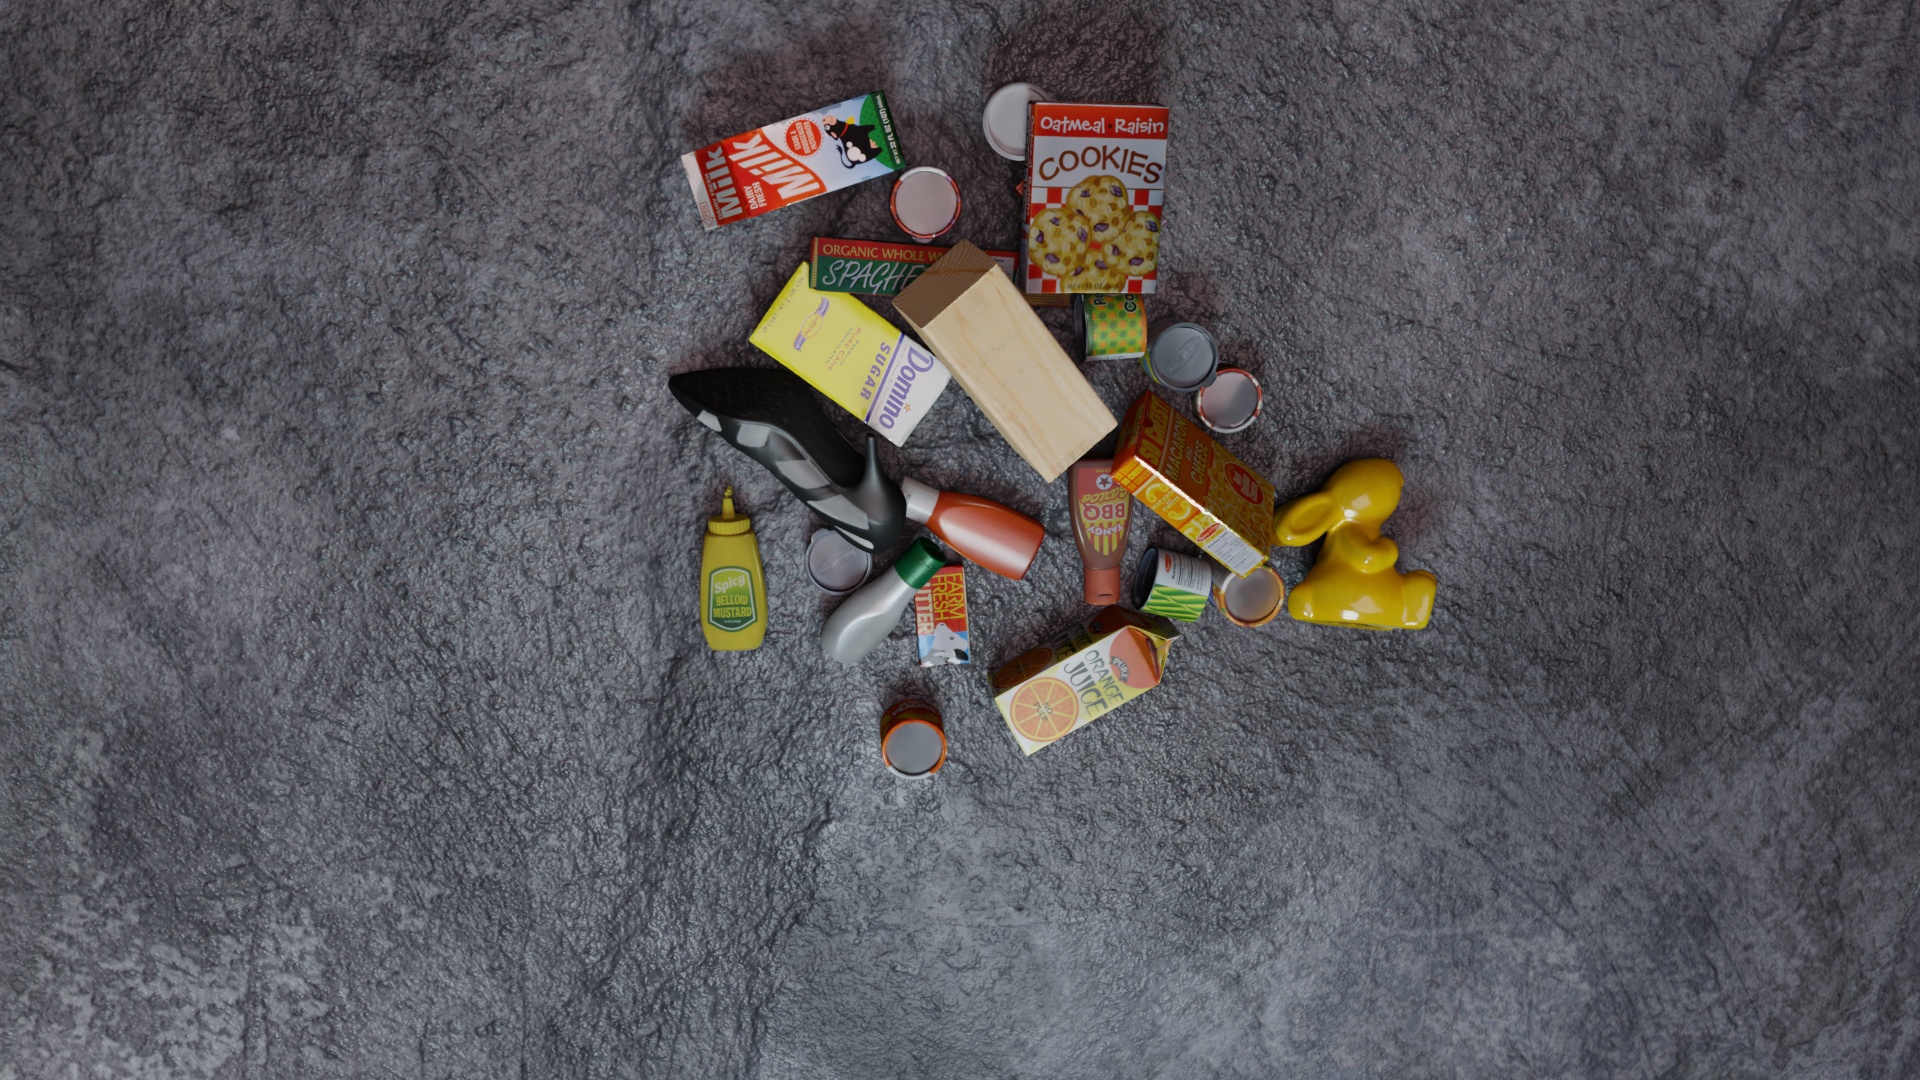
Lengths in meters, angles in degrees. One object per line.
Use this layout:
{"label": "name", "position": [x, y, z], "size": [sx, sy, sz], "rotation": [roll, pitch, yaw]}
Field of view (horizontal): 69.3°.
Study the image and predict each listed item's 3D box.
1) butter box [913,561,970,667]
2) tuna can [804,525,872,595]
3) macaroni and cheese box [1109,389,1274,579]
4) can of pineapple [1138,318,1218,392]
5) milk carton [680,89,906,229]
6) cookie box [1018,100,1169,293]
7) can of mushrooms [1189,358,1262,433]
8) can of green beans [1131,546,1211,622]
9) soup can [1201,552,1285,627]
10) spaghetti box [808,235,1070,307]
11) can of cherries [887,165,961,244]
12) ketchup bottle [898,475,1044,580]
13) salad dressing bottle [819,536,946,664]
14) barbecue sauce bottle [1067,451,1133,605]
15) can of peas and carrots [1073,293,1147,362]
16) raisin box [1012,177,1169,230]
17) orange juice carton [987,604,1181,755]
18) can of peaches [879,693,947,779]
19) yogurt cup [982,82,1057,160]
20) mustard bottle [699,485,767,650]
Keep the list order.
{"label": "butter box", "position": [-0.019, 0.073, 1.389], "size": [0.053, 0.024, 0.103], "rotation": [-6, 104, -5]}
{"label": "tuna can", "position": [-0.121, 0.016, 1.361], "size": [0.071, 0.033, 0.071], "rotation": [-1, 103, -5]}
{"label": "macaroni and cheese box", "position": [0.226, -0.056, 1.331], "size": [0.166, 0.124, 0.040], "rotation": [36, 126, -12]}
{"label": "can of pineapple", "position": [0.209, -0.177, 1.335], "size": [0.071, 0.058, 0.070], "rotation": [-1, 104, -5]}
{"label": "milk carton", "position": [-0.151, -0.342, 1.254], "size": [0.191, 0.073, 0.072], "rotation": [-17, 105, -1]}
{"label": "cookie box", "position": [0.119, -0.310, 1.255], "size": [0.123, 0.040, 0.166], "rotation": [-2, 109, -10]}
{"label": "can of mushrooms", "position": [0.260, -0.141, 1.361], "size": [0.071, 0.033, 0.071], "rotation": [-1, 104, -4]}
{"label": "can of green beans", "position": [0.211, 0.044, 1.383], "size": [0.058, 0.071, 0.071], "rotation": [15, 102, -9]}
{"label": "soup can", "position": [0.280, 0.046, 1.381], "size": [0.071, 0.084, 0.071], "rotation": [-1, 104, -5]}
{"label": "spaghetti box", "position": [-0.018, -0.249, 1.287], "size": [0.250, 0.029, 0.050], "rotation": [1, 103, -17]}
{"label": "can of cherries", "position": [-0.032, -0.309, 1.280], "size": [0.071, 0.058, 0.071], "rotation": [-1, 103, -5]}
{"label": "ketchup bottle", "position": [0.005, -0.017, 1.360], "size": [0.149, 0.043, 0.064], "rotation": [24, 101, -10]}
{"label": "salad dressing bottle", "position": [-0.074, 0.058, 1.351], "size": [0.147, 0.044, 0.064], "rotation": [-45, 144, 19]}
{"label": "barbecue sauce bottle", "position": [0.139, -0.012, 1.374], "size": [0.065, 0.044, 0.148], "rotation": [-3, 104, -6]}
{"label": "can of peas and carrots", "position": [0.141, -0.206, 1.317], "size": [0.059, 0.071, 0.070], "rotation": [-5, 104, -5]}
{"label": "raisin box", "position": [0.121, -0.314, 1.304], "size": [0.086, 0.040, 0.123], "rotation": [-43, 103, 6]}
{"label": "orange juice carton", "position": [0.128, 0.129, 1.392], "size": [0.193, 0.072, 0.073], "rotation": [-29, 105, 2]}
{"label": "can of peaches", "position": [-0.048, 0.198, 1.398], "size": [0.071, 0.058, 0.071], "rotation": [-1, 104, -5]}
{"label": "yogurt cup", "position": [0.052, -0.383, 1.273], "size": [0.072, 0.054, 0.072], "rotation": [-1, 103, -5]}
{"label": "mustard bottle", "position": [-0.223, 0.026, 1.346], "size": [0.065, 0.049, 0.159], "rotation": [-4, 104, -6]}
